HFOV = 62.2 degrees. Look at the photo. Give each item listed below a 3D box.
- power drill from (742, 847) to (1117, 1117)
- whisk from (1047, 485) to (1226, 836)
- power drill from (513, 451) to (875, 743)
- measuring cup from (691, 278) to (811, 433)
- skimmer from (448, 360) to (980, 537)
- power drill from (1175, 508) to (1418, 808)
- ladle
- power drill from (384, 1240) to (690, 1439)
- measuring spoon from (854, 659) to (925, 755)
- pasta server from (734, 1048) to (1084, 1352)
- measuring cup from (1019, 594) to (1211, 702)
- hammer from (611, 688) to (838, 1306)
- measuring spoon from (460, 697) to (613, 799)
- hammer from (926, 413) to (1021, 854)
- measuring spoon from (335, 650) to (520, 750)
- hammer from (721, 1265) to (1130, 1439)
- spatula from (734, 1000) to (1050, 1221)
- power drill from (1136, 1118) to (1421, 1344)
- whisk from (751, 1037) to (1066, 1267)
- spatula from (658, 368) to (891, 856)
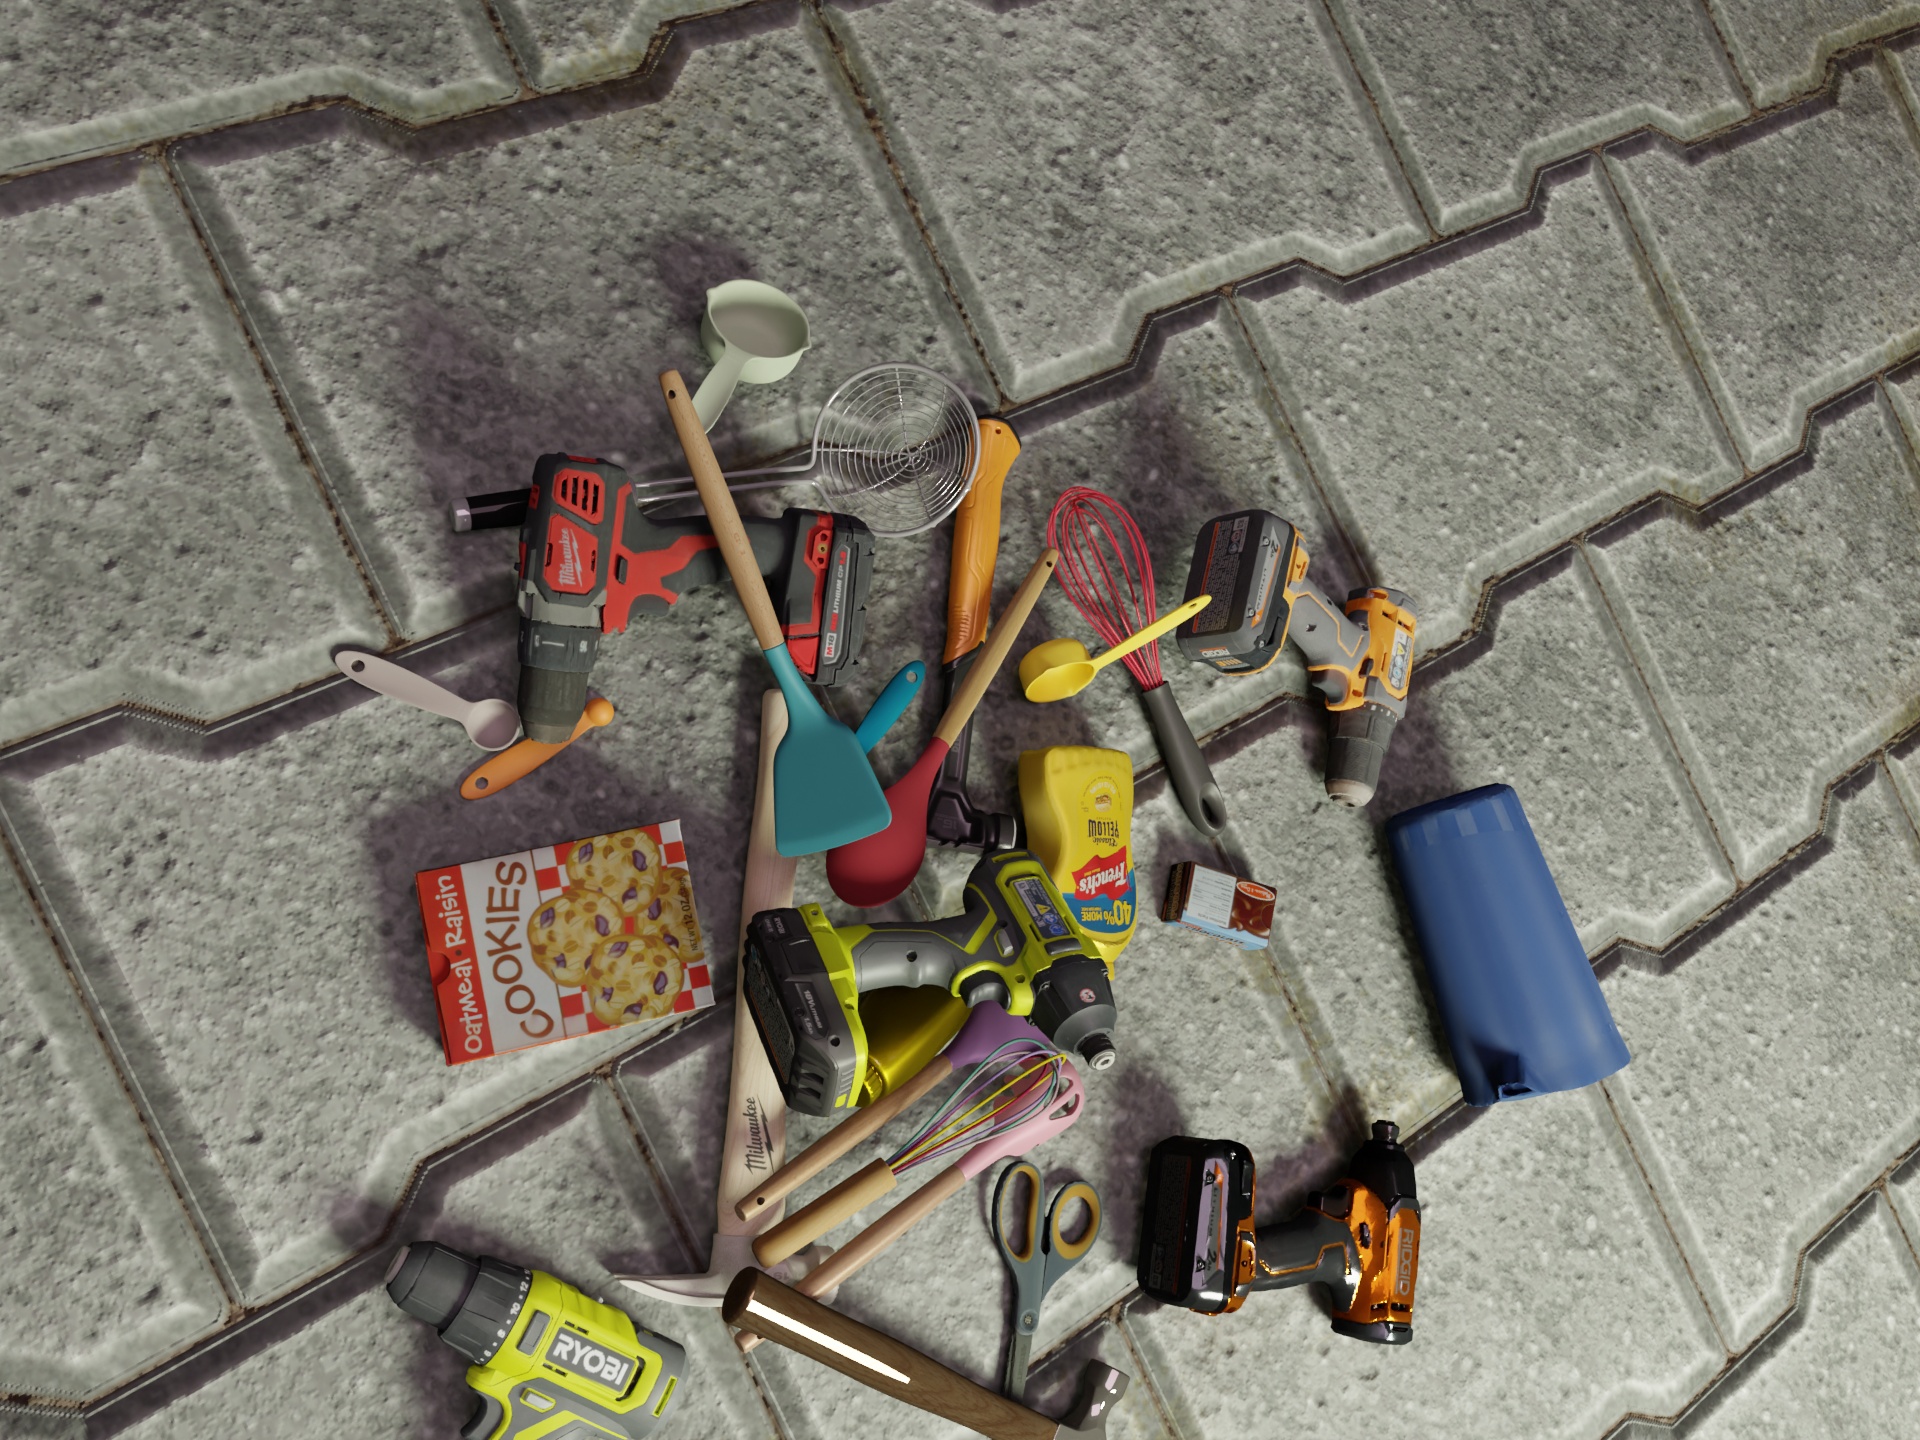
[{"bbox_3d":[-0.016,0.173,1.035,0.223,0.080,0.171,-8,44,-23],"label":"power drill"},{"bbox_3d":[0.144,-0.044,1.237,0.073,0.073,0.296,-27,97,-26],"label":"whisk"},{"bbox_3d":[-0.183,-0.070,1.059,0.226,0.080,0.188,6,97,-20],"label":"power drill"},{"bbox_3d":[-0.163,-0.245,1.124,0.083,0.038,0.168,27,53,-8],"label":"measuring cup"},{"bbox_3d":[-0.164,-0.173,1.104,0.363,0.090,0.127,-11,87,-25],"label":"skimmer"},{"bbox_3d":[0.274,-0.046,1.264,0.226,0.084,0.185,26,71,-35],"label":"power drill"},{"bbox_3d":[-0.002,-0.004,1.142,0.069,0.031,0.315,40,64,-21],"label":"ladle"},{"bbox_3d":[-0.292,0.439,0.939,0.190,0.080,0.229,33,66,-15],"label":"power drill"},{"bbox_3d":[-0.060,0.005,1.114,0.042,0.021,0.129,39,69,-10],"label":"measuring spoon"},{"bbox_3d":[-0.025,0.322,1.077,0.316,0.040,0.060,-30,97,-32],"label":"pasta server"},{"bbox_3d":[0.113,-0.063,1.190,0.156,0.062,0.029,-29,64,12],"label":"measuring cup"},{"bbox_3d":[-0.143,0.180,1.076,0.146,0.038,0.411,8,77,-21],"label":"hammer"},{"bbox_3d":[-0.281,0.018,1.059,0.117,0.011,0.021,-34,95,-25],"label":"measuring spoon"},{"bbox_3d":[-0.003,-0.072,1.187,0.127,0.034,0.337,13,75,-22],"label":"hammer"},{"bbox_3d":[-0.347,-0.015,1.038,0.124,0.018,0.034,25,77,-11],"label":"measuring spoon"},{"bbox_3d":[-0.023,0.436,1.039,0.331,0.031,0.130,37,68,-29],"label":"hammer"},{"bbox_3d":[-0.028,0.251,1.095,0.316,0.018,0.060,-28,88,-37],"label":"spatula"},{"bbox_3d":[0.250,0.371,1.190,0.226,0.084,0.164,16,73,-25],"label":"power drill"},{"bbox_3d":[-0.030,0.285,1.054,0.245,0.047,0.051,-29,94,-20],"label":"whisk"},{"bbox_3d":[-0.130,-0.069,1.014,0.082,0.044,0.317,-17,103,15],"label":"spatula"}]
